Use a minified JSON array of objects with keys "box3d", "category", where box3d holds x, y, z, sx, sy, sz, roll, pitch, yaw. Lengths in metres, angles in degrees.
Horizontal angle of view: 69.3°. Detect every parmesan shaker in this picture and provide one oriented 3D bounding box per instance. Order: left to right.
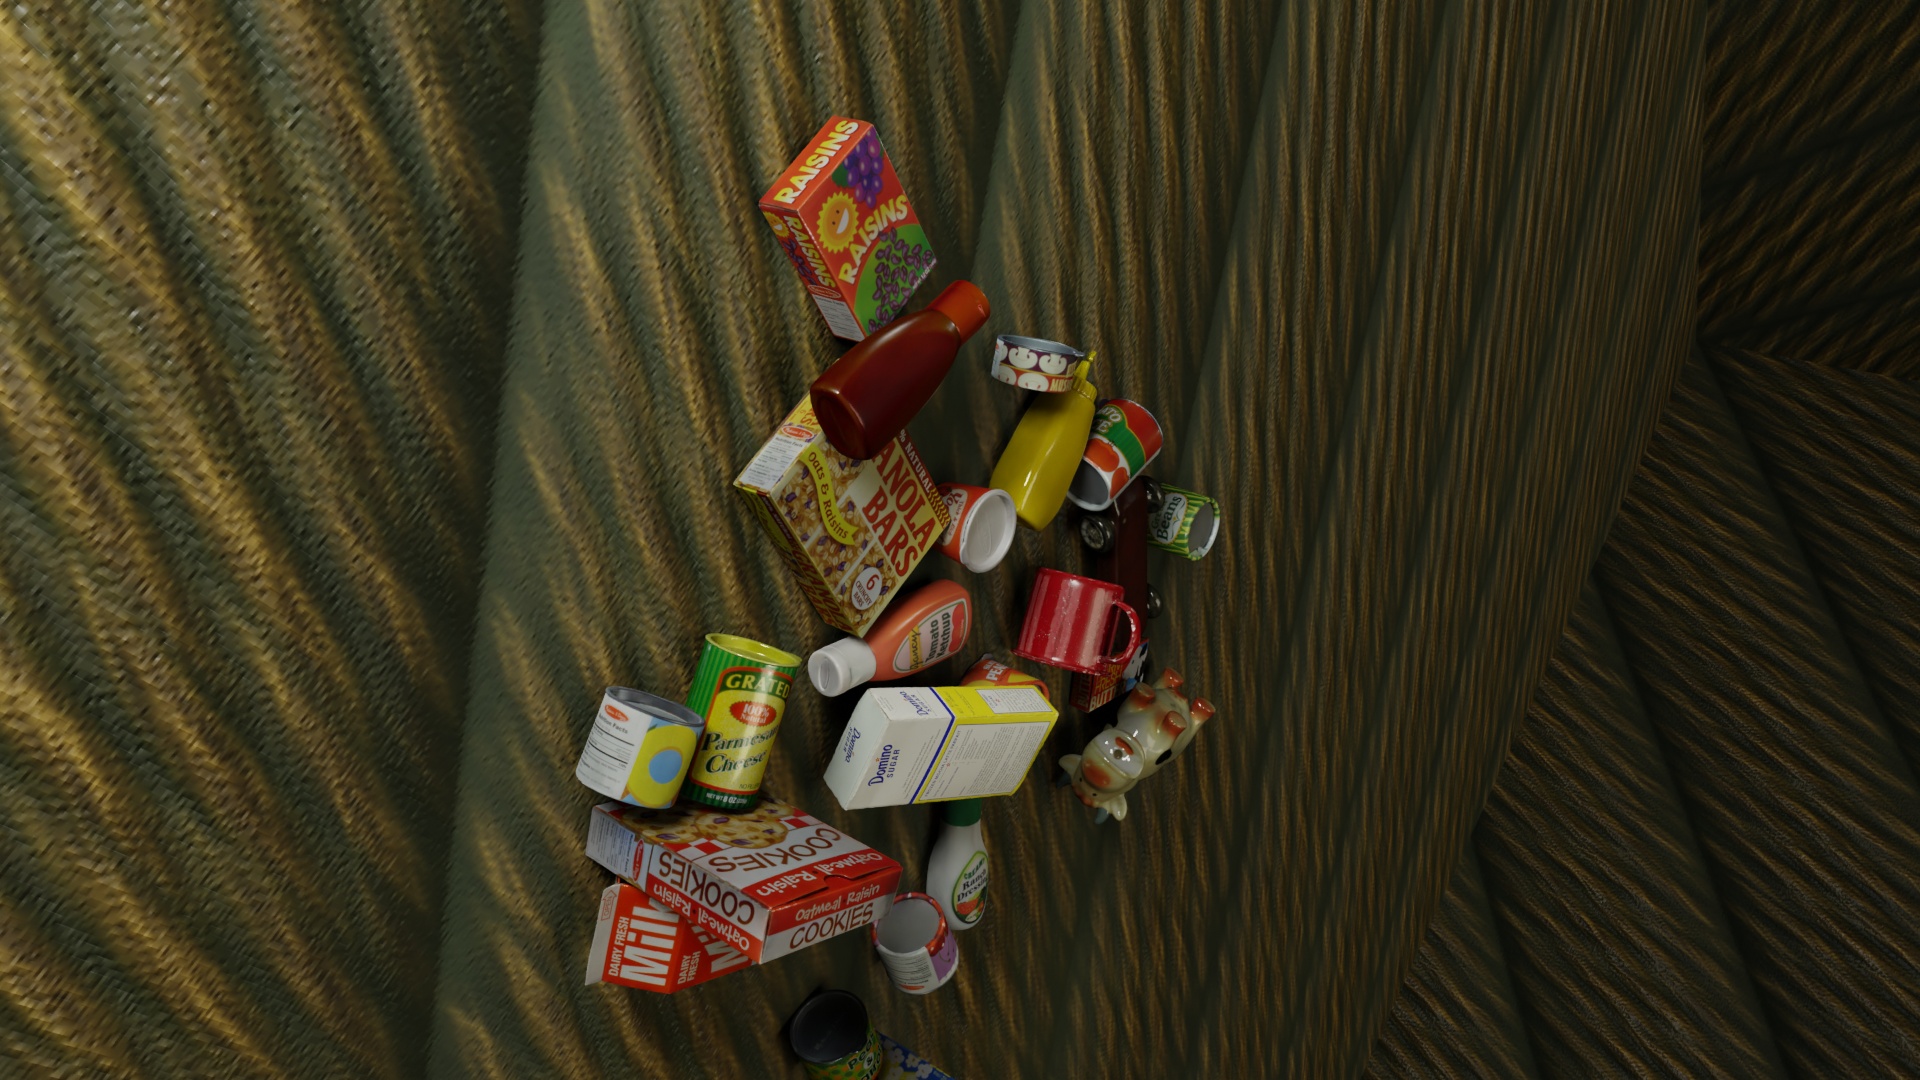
[{"box3d":[-0.153,0.122,0.940,0.071,0.071,0.103,13,95,-55],"category":"parmesan shaker"}]

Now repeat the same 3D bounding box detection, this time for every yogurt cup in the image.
[{"box3d":[0.004,-0.014,1.100,0.073,0.054,0.072,-28,127,-44],"category":"yogurt cup"}]

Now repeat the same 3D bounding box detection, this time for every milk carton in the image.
[{"box3d":[-0.177,0.253,0.964,0.191,0.073,0.072,-1,107,-53],"category":"milk carton"}]

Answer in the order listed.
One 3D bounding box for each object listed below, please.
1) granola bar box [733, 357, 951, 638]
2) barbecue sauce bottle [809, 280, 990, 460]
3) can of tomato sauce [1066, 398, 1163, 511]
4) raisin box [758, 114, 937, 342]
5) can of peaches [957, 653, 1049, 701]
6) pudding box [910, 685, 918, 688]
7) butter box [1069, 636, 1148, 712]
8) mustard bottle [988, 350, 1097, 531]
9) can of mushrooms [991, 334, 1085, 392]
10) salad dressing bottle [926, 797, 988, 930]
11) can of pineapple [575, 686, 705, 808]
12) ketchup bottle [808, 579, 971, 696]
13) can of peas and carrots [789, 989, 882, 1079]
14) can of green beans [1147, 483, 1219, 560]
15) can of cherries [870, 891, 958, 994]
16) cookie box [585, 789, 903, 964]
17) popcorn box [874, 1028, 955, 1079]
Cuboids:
[{"box3d":[-0.079,-0.028,0.993,0.125,0.039,0.164,-54,142,-24],"category":"granola bar box"},{"box3d":[-0.036,-0.121,0.938,0.149,0.043,0.064,-47,131,-30],"category":"barbecue sauce bottle"},{"box3d":[0.128,-0.077,1.229,0.083,0.071,0.070,-45,138,-31],"category":"can of tomato sauce"},{"box3d":[-0.072,-0.204,0.921,0.086,0.040,0.123,-54,143,-20],"category":"raisin box"},{"box3d":[0.037,0.141,1.215,0.071,0.058,0.071,-28,128,-44],"category":"can of peaches"},{"box3d":[-0.024,0.162,1.166,0.050,0.030,0.083,-60,144,-13],"category":"pudding box"},{"box3d":[0.150,0.131,1.392,0.104,0.024,0.053,-18,121,-49],"category":"butter box"},{"box3d":[0.078,-0.089,1.169,0.065,0.049,0.160,39,73,-52],"category":"mustard bottle"},{"box3d":[0.061,-0.140,1.103,0.071,0.071,0.033,-8,114,-52],"category":"can of mushrooms"},{"box3d":[-0.001,0.275,1.239,0.064,0.044,0.147,-24,124,-45],"category":"salad dressing bottle"},{"box3d":[-0.201,0.131,0.880,0.071,0.071,0.058,22,89,-55],"category":"can of pineapple"},{"box3d":[-0.054,0.079,1.076,0.149,0.043,0.064,-22,128,-46],"category":"ketchup bottle"},{"box3d":[-0.100,0.417,1.149,0.071,0.071,0.058,-45,138,-32],"category":"can of peas and carrots"},{"box3d":[0.217,-0.018,1.383,0.071,0.058,0.071,-28,127,-44],"category":"can of green beans"},{"box3d":[-0.040,0.347,1.205,0.072,0.071,0.058,-46,137,-31],"category":"can of cherries"},{"box3d":[-0.141,0.208,0.909,0.123,0.167,0.040,-3,108,-53],"category":"cookie box"},{"box3d":[-0.059,0.480,1.186,0.085,0.127,0.038,-52,137,-25],"category":"popcorn box"}]
